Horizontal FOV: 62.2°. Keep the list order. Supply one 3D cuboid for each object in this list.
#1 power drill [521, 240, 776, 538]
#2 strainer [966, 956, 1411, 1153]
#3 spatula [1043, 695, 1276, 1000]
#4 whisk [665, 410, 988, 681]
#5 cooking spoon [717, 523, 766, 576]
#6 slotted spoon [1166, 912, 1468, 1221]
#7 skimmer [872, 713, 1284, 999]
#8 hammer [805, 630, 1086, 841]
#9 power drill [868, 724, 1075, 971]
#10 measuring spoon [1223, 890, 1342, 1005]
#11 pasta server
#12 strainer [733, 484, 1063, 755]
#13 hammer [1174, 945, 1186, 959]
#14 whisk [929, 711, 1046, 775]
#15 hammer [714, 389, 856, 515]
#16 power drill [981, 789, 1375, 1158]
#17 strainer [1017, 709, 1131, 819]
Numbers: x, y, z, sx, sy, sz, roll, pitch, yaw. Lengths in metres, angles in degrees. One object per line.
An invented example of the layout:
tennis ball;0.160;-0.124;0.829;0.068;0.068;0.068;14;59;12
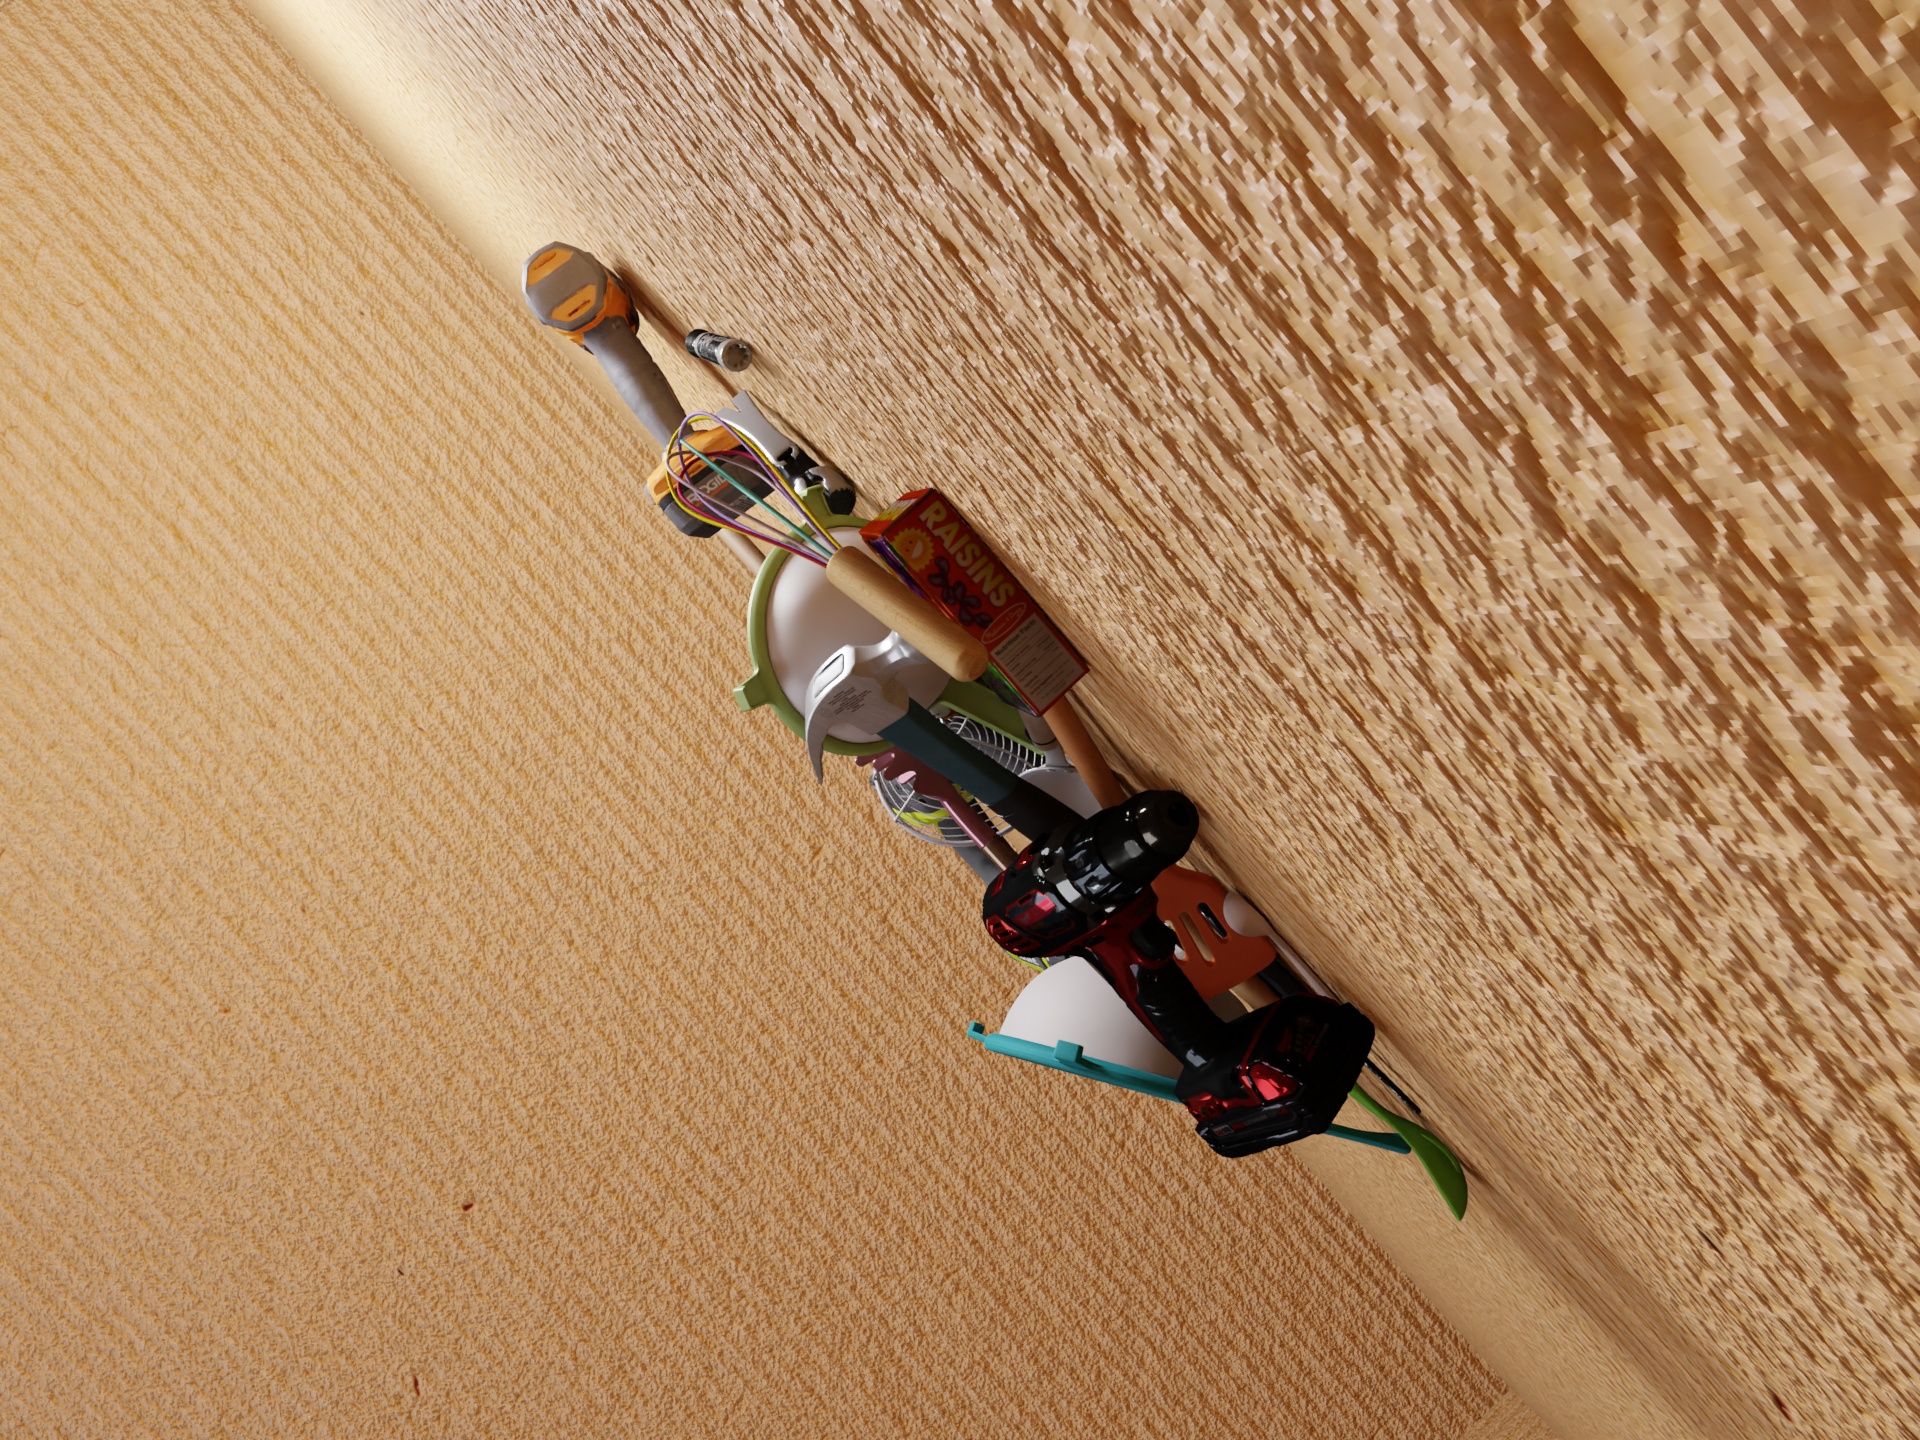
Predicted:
power drill;-0.237;-0.252;1.223;0.226;0.084;0.185;55;-177;-4
strainer;0.188;0.235;1.150;0.340;0.095;0.211;17;168;-16
spatula;0.096;0.055;0.961;0.322;0.081;0.041;56;-170;-34
whisk;-0.075;-0.087;0.810;0.245;0.047;0.051;38;168;31
cooking spoon;-0.147;-0.110;1.291;0.319;0.017;0.068;46;174;22
slotted spoon;0.237;0.220;1.100;0.314;0.031;0.070;44;-177;8
skimmer;0.097;0.108;1.170;0.363;0.127;0.090;40;162;-18
hammer;0.033;0.048;0.987;0.330;0.128;0.033;36;-144;-38
power drill;0.039;0.114;1.268;0.228;0.080;0.190;53;165;-12
measuring spoon;0.204;0.155;0.985;0.124;0.018;0.034;47;176;-5
pasta server;0.033;0.105;1.054;0.316;0.040;0.060;45;-178;9
strainer;-0.012;-0.034;0.999;0.256;0.151;0.069;28;159;-33
hammer;0.092;0.153;1.398;0.146;0.038;0.410;51;163;-1
whisk;-0.001;-0.005;1.187;0.239;0.055;0.055;32;177;-2
hammer;-0.066;-0.104;1.214;0.149;0.036;0.408;46;177;31
power drill;0.134;0.141;0.929;0.226;0.080;0.188;43;144;-3
strainer;0.057;0.012;1.000;0.087;0.050;0.258;2;148;21
